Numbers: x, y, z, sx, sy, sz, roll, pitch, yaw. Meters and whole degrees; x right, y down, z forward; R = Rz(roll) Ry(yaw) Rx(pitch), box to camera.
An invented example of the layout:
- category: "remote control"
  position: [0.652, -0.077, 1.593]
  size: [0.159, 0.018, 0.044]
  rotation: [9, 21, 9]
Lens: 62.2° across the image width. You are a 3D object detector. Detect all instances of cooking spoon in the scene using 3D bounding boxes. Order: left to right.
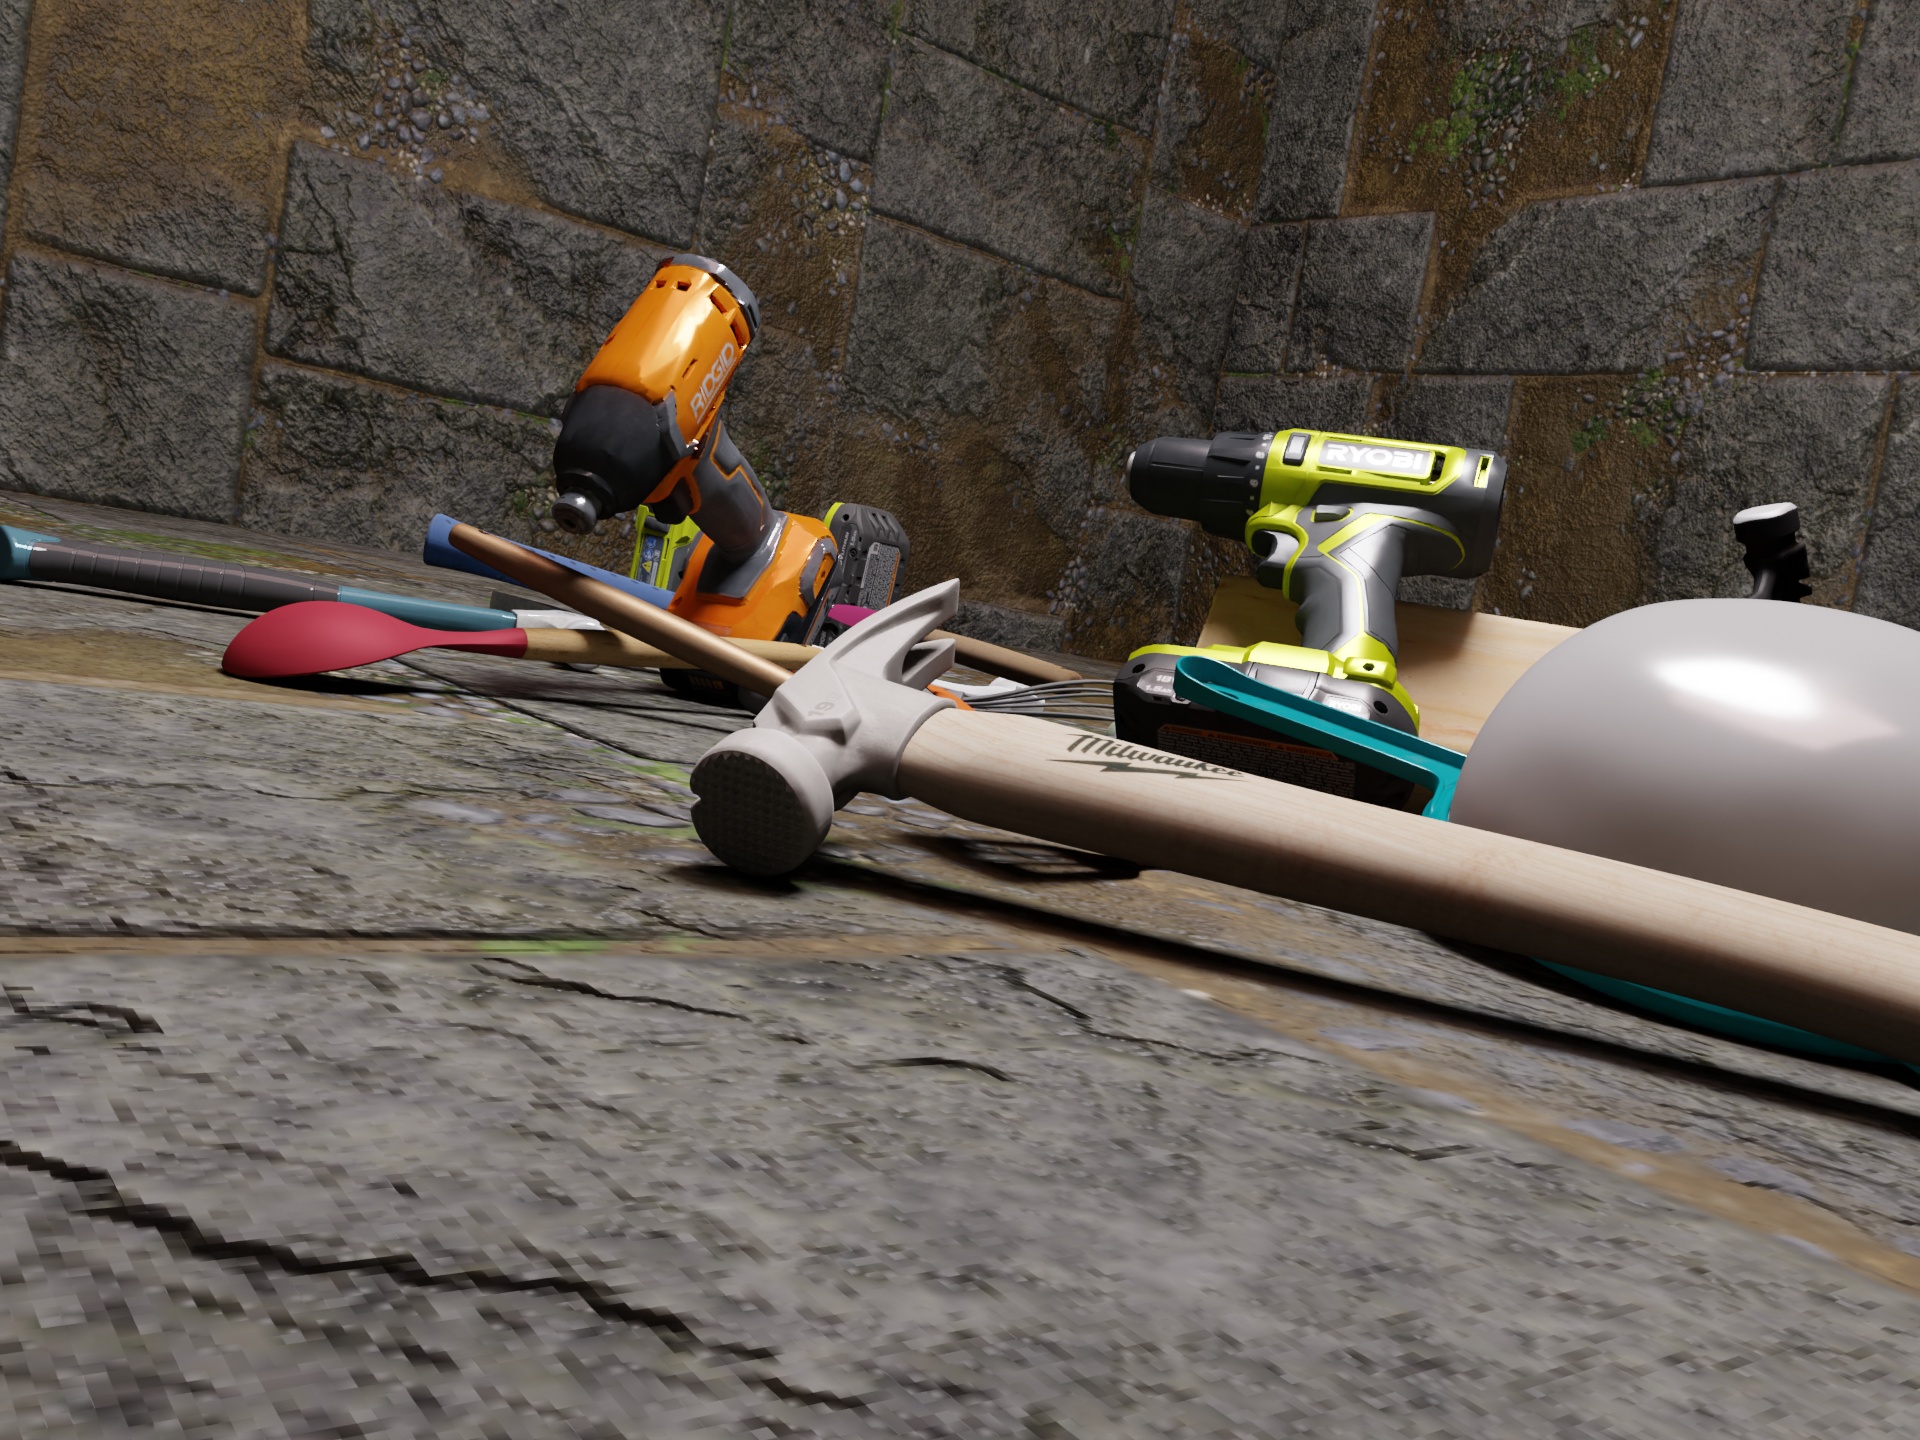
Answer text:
- category: "cooking spoon"
  position: [-0.011, -0.048, 0.991]
  size: [0.068, 0.017, 0.319]
  rotation: [15, 4, -29]

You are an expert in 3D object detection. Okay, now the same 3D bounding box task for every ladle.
- category: "ladle"
  position: [-0.186, -0.034, 0.755]
  size: [0.069, 0.031, 0.315]
  rotation: [19, 13, 42]

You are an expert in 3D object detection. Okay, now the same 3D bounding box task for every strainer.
- category: "strainer"
  position: [0.215, -0.004, 0.545]
  size: [0.211, 0.095, 0.341]
  rotation: [-16, 29, -42]

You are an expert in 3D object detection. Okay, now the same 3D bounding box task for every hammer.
- category: "hammer"
  position: [-0.380, -0.072, 0.933]
  size: [0.330, 0.033, 0.128]
  rotation: [8, 6, -23]
- category: "hammer"
  position: [-0.139, -0.059, 1.018]
  size: [0.405, 0.035, 0.144]
  rotation: [16, 4, -6]
- category: "hammer"
  position: [0.144, 0.040, 0.411]
  size: [0.411, 0.038, 0.146]
  rotation: [14, 29, 18]
- category: "hammer"
  position: [0.349, -0.012, 0.765]
  size: [0.034, 0.127, 0.337]
  rotation: [-7, 12, 45]

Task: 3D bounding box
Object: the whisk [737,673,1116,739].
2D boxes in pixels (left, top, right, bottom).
- category: "whisk"
  position: [-0.001, -0.001, 0.827]
  size: [0.239, 0.055, 0.055]
  rotation: [6, 4, 10]

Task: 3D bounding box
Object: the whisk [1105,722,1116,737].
- category: "whisk"
  position: [0.207, 0.008, 0.955]
  size: [0.246, 0.057, 0.059]
  rotation: [-2, 11, 18]

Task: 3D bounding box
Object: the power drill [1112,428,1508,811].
- category: "power drill"
  position: [0.153, -0.060, 0.774]
  size: [0.190, 0.229, 0.080]
  rotation: [10, -41, 19]

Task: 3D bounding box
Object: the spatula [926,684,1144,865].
- category: "spatula"
  position: [0.131, 0.039, 0.599]
  size: [0.322, 0.041, 0.081]
  rotation: [9, 18, -32]

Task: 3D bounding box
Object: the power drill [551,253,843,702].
- category: "power drill"
  position: [-0.142, -0.106, 0.844]
  size: [0.084, 0.164, 0.226]
  rotation: [10, -34, 19]

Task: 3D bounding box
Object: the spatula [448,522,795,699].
- category: "spatula"
  position: [-0.095, -0.033, 0.757]
  size: [0.317, 0.044, 0.082]
  rotation: [24, 10, 1]

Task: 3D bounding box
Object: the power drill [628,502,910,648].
- category: "power drill"
  position: [-0.160, -0.126, 1.250]
  size: [0.223, 0.171, 0.080]
  rotation: [16, 6, 26]
